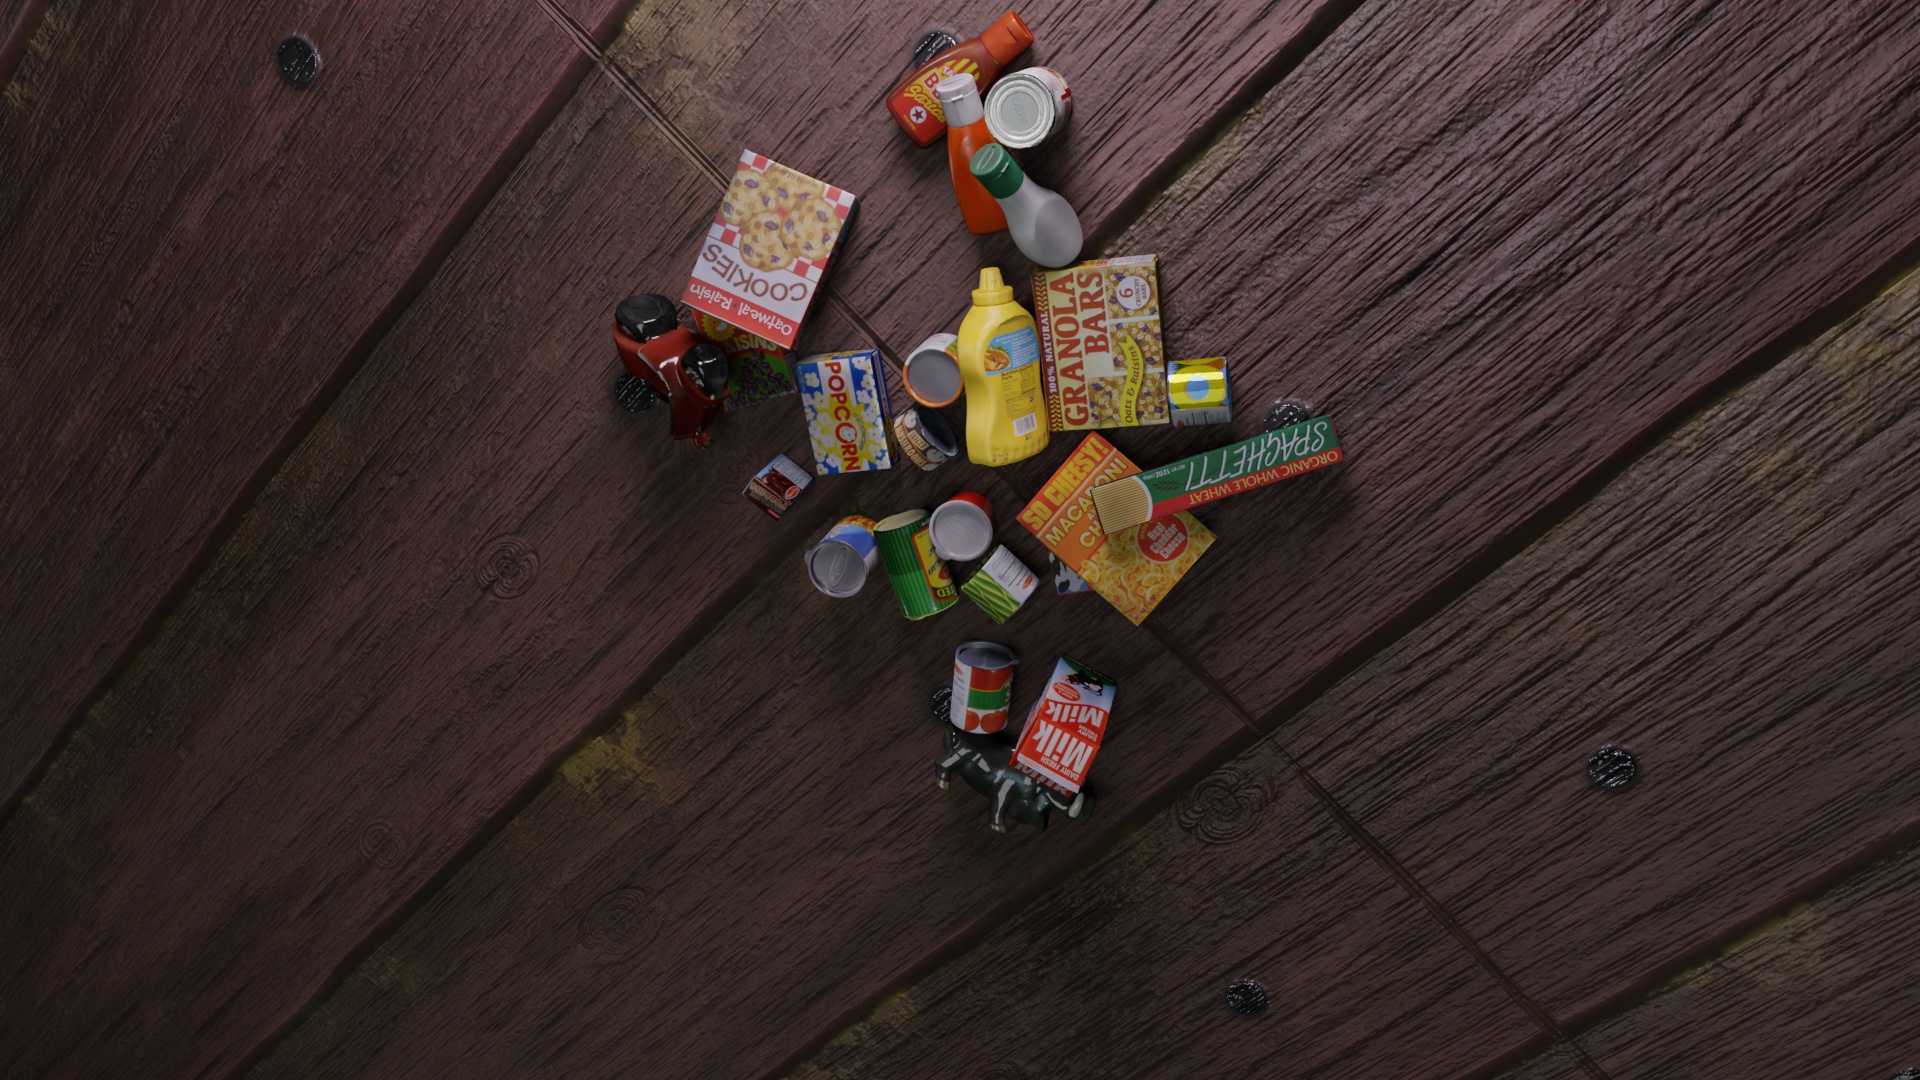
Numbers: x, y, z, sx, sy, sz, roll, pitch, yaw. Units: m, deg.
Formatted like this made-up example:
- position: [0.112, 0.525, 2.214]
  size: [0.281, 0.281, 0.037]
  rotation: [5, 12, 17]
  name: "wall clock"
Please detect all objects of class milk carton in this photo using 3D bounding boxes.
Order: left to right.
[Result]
- position: [0.107, 0.201, 1.464]
  size: [0.072, 0.191, 0.073]
  rotation: [28, 114, 2]
  name: "milk carton"

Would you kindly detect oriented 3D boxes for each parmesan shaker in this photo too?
- position: [-0.049, 0.025, 1.500]
  size: [0.071, 0.071, 0.102]
  rotation: [-14, 107, 18]
  name: "parmesan shaker"

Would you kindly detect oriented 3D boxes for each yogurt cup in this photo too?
- position: [0.005, -0.019, 1.480]
  size: [0.072, 0.054, 0.072]
  rotation: [5, 112, 12]
  name: "yogurt cup"

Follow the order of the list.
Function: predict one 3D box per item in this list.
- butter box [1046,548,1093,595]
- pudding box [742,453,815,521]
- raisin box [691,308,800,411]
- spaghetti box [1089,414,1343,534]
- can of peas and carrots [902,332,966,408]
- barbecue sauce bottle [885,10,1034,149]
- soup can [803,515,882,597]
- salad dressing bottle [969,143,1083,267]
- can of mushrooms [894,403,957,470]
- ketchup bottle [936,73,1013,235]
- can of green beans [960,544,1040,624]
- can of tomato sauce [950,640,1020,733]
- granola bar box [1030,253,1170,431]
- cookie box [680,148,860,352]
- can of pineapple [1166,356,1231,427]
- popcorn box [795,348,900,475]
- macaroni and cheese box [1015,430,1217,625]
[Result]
- position: [0.148, 0.024, 1.478]
  size: [0.103, 0.024, 0.053]
  rotation: [-10, 107, 17]
  name: "butter box"
- position: [-0.195, -0.059, 1.496]
  size: [0.049, 0.084, 0.030]
  rotation: [38, 115, -3]
  name: "pudding box"
- position: [-0.225, -0.208, 1.471]
  size: [0.086, 0.040, 0.123]
  rotation: [-11, 107, 18]
  name: "raisin box"
- position: [0.254, -0.066, 1.381]
  size: [0.250, 0.029, 0.050]
  rotation: [-17, 91, 5]
  name: "spaghetti box"
- position: [-0.020, -0.172, 1.424]
  size: [0.071, 0.059, 0.070]
  rotation: [5, 112, 12]
  name: "can of peas and carrots"
- position: [0.002, -0.442, 1.324]
  size: [0.148, 0.044, 0.065]
  rotation: [-34, 104, 22]
  name: "barbecue sauce bottle"
- position: [-0.124, 0.015, 1.507]
  size: [0.071, 0.084, 0.071]
  rotation: [5, 111, 12]
  name: "soup can"
- position: [0.063, -0.316, 1.312]
  size: [0.044, 0.147, 0.064]
  rotation: [26, 82, 42]
  name: "salad dressing bottle"
- position: [-0.037, -0.108, 1.447]
  size: [0.033, 0.071, 0.071]
  rotation: [-33, 100, 24]
  name: "can of mushrooms"
- position: [0.017, -0.368, 1.324]
  size: [0.065, 0.044, 0.148]
  rotation: [-14, 126, 10]
  name: "ketchup bottle"
- position: [0.043, 0.047, 1.489]
  size: [0.058, 0.071, 0.071]
  rotation: [42, 114, -4]
  name: "can of green beans"
- position: [0.026, 0.162, 1.538]
  size: [0.071, 0.071, 0.082]
  rotation: [10, 113, 10]
  name: "can of tomato sauce"
- position: [0.142, -0.195, 1.387]
  size: [0.124, 0.039, 0.165]
  rotation: [-3, 109, 15]
  name: "granola bar box"
- position: [-0.192, -0.291, 1.403]
  size: [0.123, 0.040, 0.167]
  rotation: [24, 93, 3]
  name: "cookie box"
- position: [0.236, -0.148, 1.369]
  size: [0.058, 0.071, 0.070]
  rotation: [-4, 110, 14]
  name: "can of pineapple"
- position: [-0.119, -0.136, 1.473]
  size: [0.085, 0.038, 0.126]
  rotation: [-5, 109, 15]
  name: "popcorn box"
- position: [0.159, -0.013, 1.428]
  size: [0.166, 0.040, 0.123]
  rotation: [41, 96, 2]
  name: "macaroni and cheese box"
